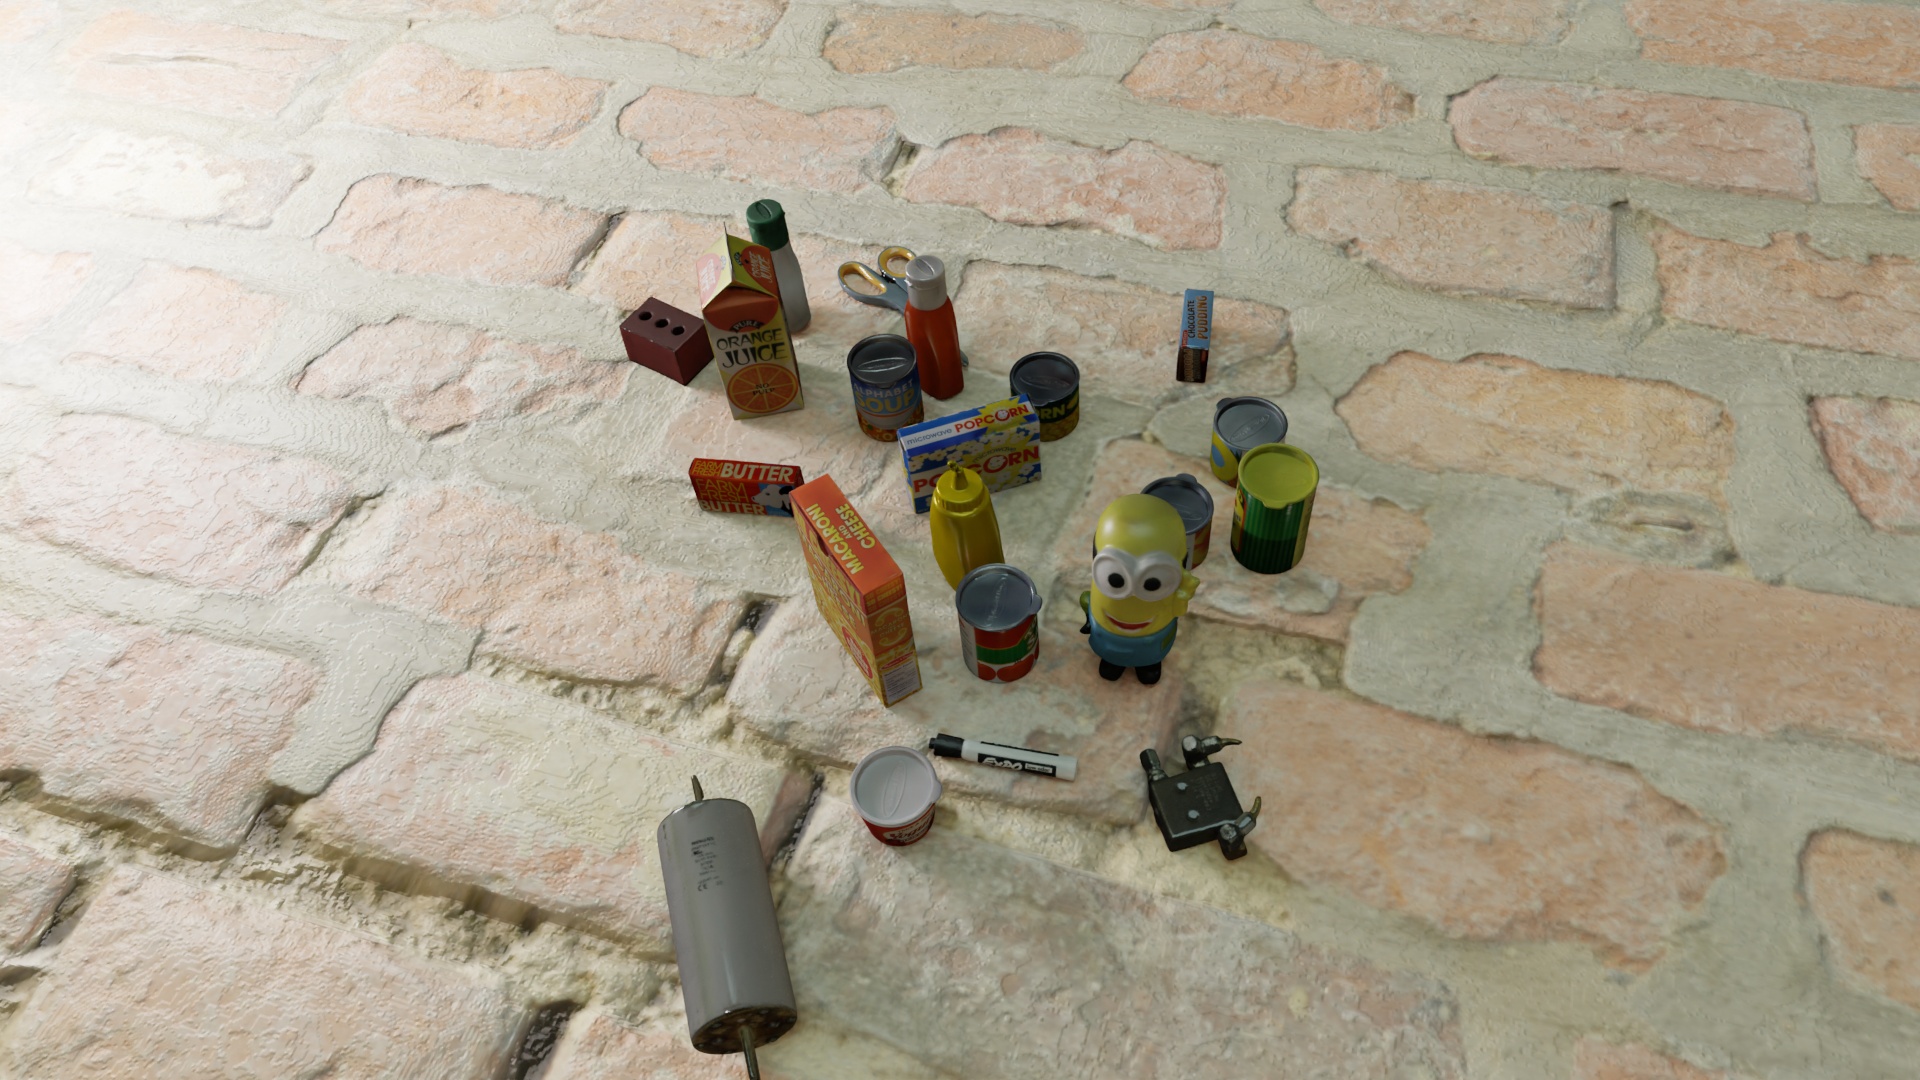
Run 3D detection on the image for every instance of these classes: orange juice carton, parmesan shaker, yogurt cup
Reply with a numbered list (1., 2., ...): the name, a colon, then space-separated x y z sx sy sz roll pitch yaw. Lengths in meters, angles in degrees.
1. orange juice carton: -0.202 -0.208 1.318 0.073 0.191 0.072 -11 53 -3
2. parmesan shaker: 0.267 -0.024 1.192 0.071 0.102 0.071 -2 53 3
3. yogurt cup: -0.049 0.201 1.077 0.072 0.053 0.073 -2 52 3

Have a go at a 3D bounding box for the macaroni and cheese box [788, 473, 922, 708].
1. macaroni and cheese box: -0.084 0.044 1.131 0.040 0.165 0.124 -28 55 -16

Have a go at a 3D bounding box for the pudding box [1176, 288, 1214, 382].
1. pudding box: 0.231 -0.202 1.366 0.030 0.049 0.084 5 53 9

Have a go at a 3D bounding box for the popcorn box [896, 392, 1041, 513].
1. popcorn box: 0.009 -0.078 1.268 0.127 0.084 0.038 -16 53 -8

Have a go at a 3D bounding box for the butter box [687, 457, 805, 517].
1. butter box: -0.195 -0.048 1.282 0.103 0.052 0.024 5 53 9

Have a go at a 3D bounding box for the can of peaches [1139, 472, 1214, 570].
1. can of peaches: 0.188 -0.015 1.220 0.071 0.057 0.071 -2 52 3

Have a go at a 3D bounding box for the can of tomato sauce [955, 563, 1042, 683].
1. can of tomato sauce: 0.034 0.070 1.153 0.071 0.082 0.071 -2 53 3

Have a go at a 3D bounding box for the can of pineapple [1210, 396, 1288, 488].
1. can of pineapple: 0.262 -0.090 1.272 0.071 0.057 0.071 -2 52 3

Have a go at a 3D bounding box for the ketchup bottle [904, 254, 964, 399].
1. ketchup bottle: -0.028 -0.205 1.328 0.044 0.148 0.065 -29 56 -16

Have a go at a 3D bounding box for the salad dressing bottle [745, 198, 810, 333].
1. salad dressing bottle: -0.184 -0.275 1.396 0.044 0.147 0.064 -27 55 -15

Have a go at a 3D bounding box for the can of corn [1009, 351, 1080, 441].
1. can of corn: 0.080 -0.135 1.322 0.071 0.058 0.071 -2 52 3

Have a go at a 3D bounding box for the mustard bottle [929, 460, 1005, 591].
1. mustard bottle: 0.004 -0.015 1.172 0.049 0.159 0.065 -32 57 -18

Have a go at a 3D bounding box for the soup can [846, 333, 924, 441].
1. soup can: -0.070 -0.143 1.325 0.071 0.083 0.072 -2 53 3
